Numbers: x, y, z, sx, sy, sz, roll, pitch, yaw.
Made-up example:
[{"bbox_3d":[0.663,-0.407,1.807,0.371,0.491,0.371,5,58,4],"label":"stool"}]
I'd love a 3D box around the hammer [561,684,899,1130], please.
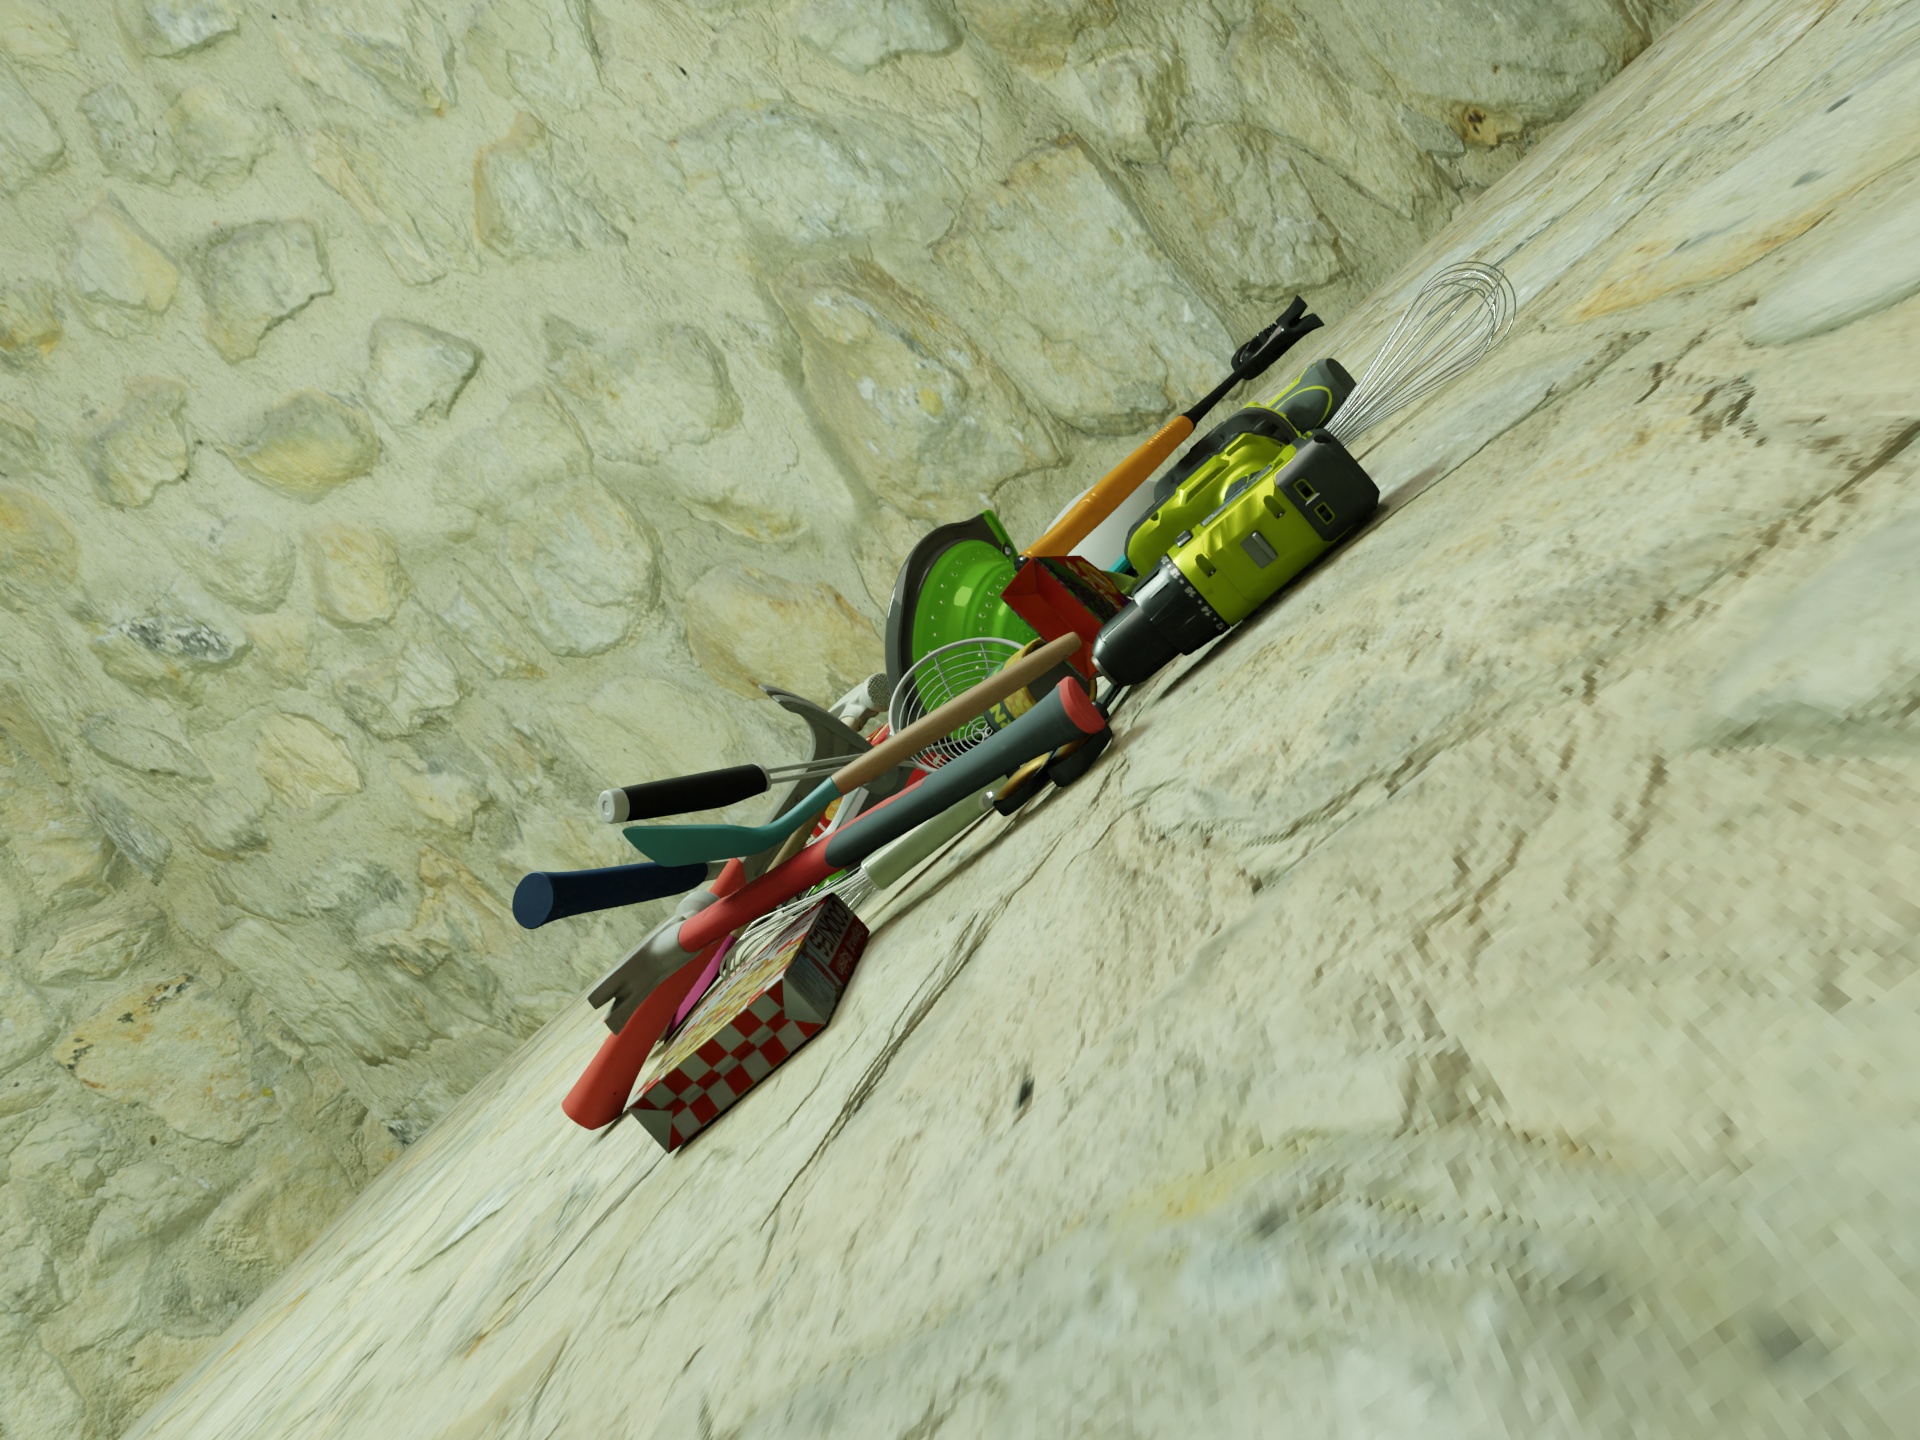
[{"bbox_3d":[-0.192,0.148,1.197,0.037,0.149,0.359,33,88,44],"label":"hammer"}]

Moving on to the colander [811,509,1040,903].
[{"bbox_3d":[-0.002,-0.004,1.331,0.094,0.204,0.397,5,54,35],"label":"colander"}]

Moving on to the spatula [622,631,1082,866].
[{"bbox_3d":[-0.064,0.020,1.034,0.317,0.044,0.082,-31,-25,-2],"label":"spatula"}]

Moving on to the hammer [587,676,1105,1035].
[{"bbox_3d":[-0.075,0.083,0.996,0.386,0.038,0.143,-32,8,29],"label":"hammer"}]

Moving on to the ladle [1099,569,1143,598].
[{"bbox_3d":[0.163,-0.138,1.277,0.078,0.062,0.320,-1,-13,-17],"label":"ladle"}]

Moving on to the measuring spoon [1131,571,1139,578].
[{"bbox_3d":[0.144,-0.110,1.571,0.124,0.018,0.034,-40,4,-2],"label":"measuring spoon"}]

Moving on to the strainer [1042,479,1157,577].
[{"bbox_3d":[0.159,-0.193,1.646,0.211,0.095,0.340,-48,-4,27],"label":"strainer"}]

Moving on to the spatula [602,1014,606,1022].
[{"bbox_3d":[-0.207,0.152,1.443,0.081,0.041,0.323,-18,34,58],"label":"spatula"}]

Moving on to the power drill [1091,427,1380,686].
[{"bbox_3d":[0.163,-0.109,1.018,0.190,0.080,0.228,-41,7,12],"label":"power drill"}]

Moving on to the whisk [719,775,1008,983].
[{"bbox_3d":[-0.067,0.111,1.096,0.246,0.057,0.059,-37,40,6],"label":"whisk"}]

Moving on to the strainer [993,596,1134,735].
[{"bbox_3d":[0.075,-0.029,1.267,0.258,0.050,0.087,-47,6,-15],"label":"strainer"}]

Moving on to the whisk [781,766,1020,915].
[{"bbox_3d":[-0.047,0.087,1.157,0.239,0.055,0.055,-35,7,29],"label":"whisk"}]

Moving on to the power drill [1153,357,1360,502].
[{"bbox_3d":[0.265,-0.240,1.450,0.171,0.080,0.223,-39,1,34],"label":"power drill"}]

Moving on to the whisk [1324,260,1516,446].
[{"bbox_3d":[0.289,-0.222,1.167,0.284,0.070,0.070,-46,2,28],"label":"whisk"}]

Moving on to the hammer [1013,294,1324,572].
[{"bbox_3d":[0.171,-0.232,1.346,0.337,0.034,0.127,-44,4,-16],"label":"hammer"}]

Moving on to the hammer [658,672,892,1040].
[{"bbox_3d":[-0.194,0.130,1.543,0.411,0.038,0.146,-58,13,-27],"label":"hammer"}]

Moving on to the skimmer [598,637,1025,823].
[{"bbox_3d":[-0.086,0.007,1.115,0.363,0.127,0.090,-10,-51,-43],"label":"skimmer"}]

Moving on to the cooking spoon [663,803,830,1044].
[{"bbox_3d":[-0.176,0.159,1.327,0.318,0.017,0.069,-56,-3,27],"label":"cooking spoon"}]

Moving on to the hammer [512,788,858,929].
[{"bbox_3d":[-0.202,0.117,1.272,0.144,0.035,0.405,-52,-20,17],"label":"hammer"}]
